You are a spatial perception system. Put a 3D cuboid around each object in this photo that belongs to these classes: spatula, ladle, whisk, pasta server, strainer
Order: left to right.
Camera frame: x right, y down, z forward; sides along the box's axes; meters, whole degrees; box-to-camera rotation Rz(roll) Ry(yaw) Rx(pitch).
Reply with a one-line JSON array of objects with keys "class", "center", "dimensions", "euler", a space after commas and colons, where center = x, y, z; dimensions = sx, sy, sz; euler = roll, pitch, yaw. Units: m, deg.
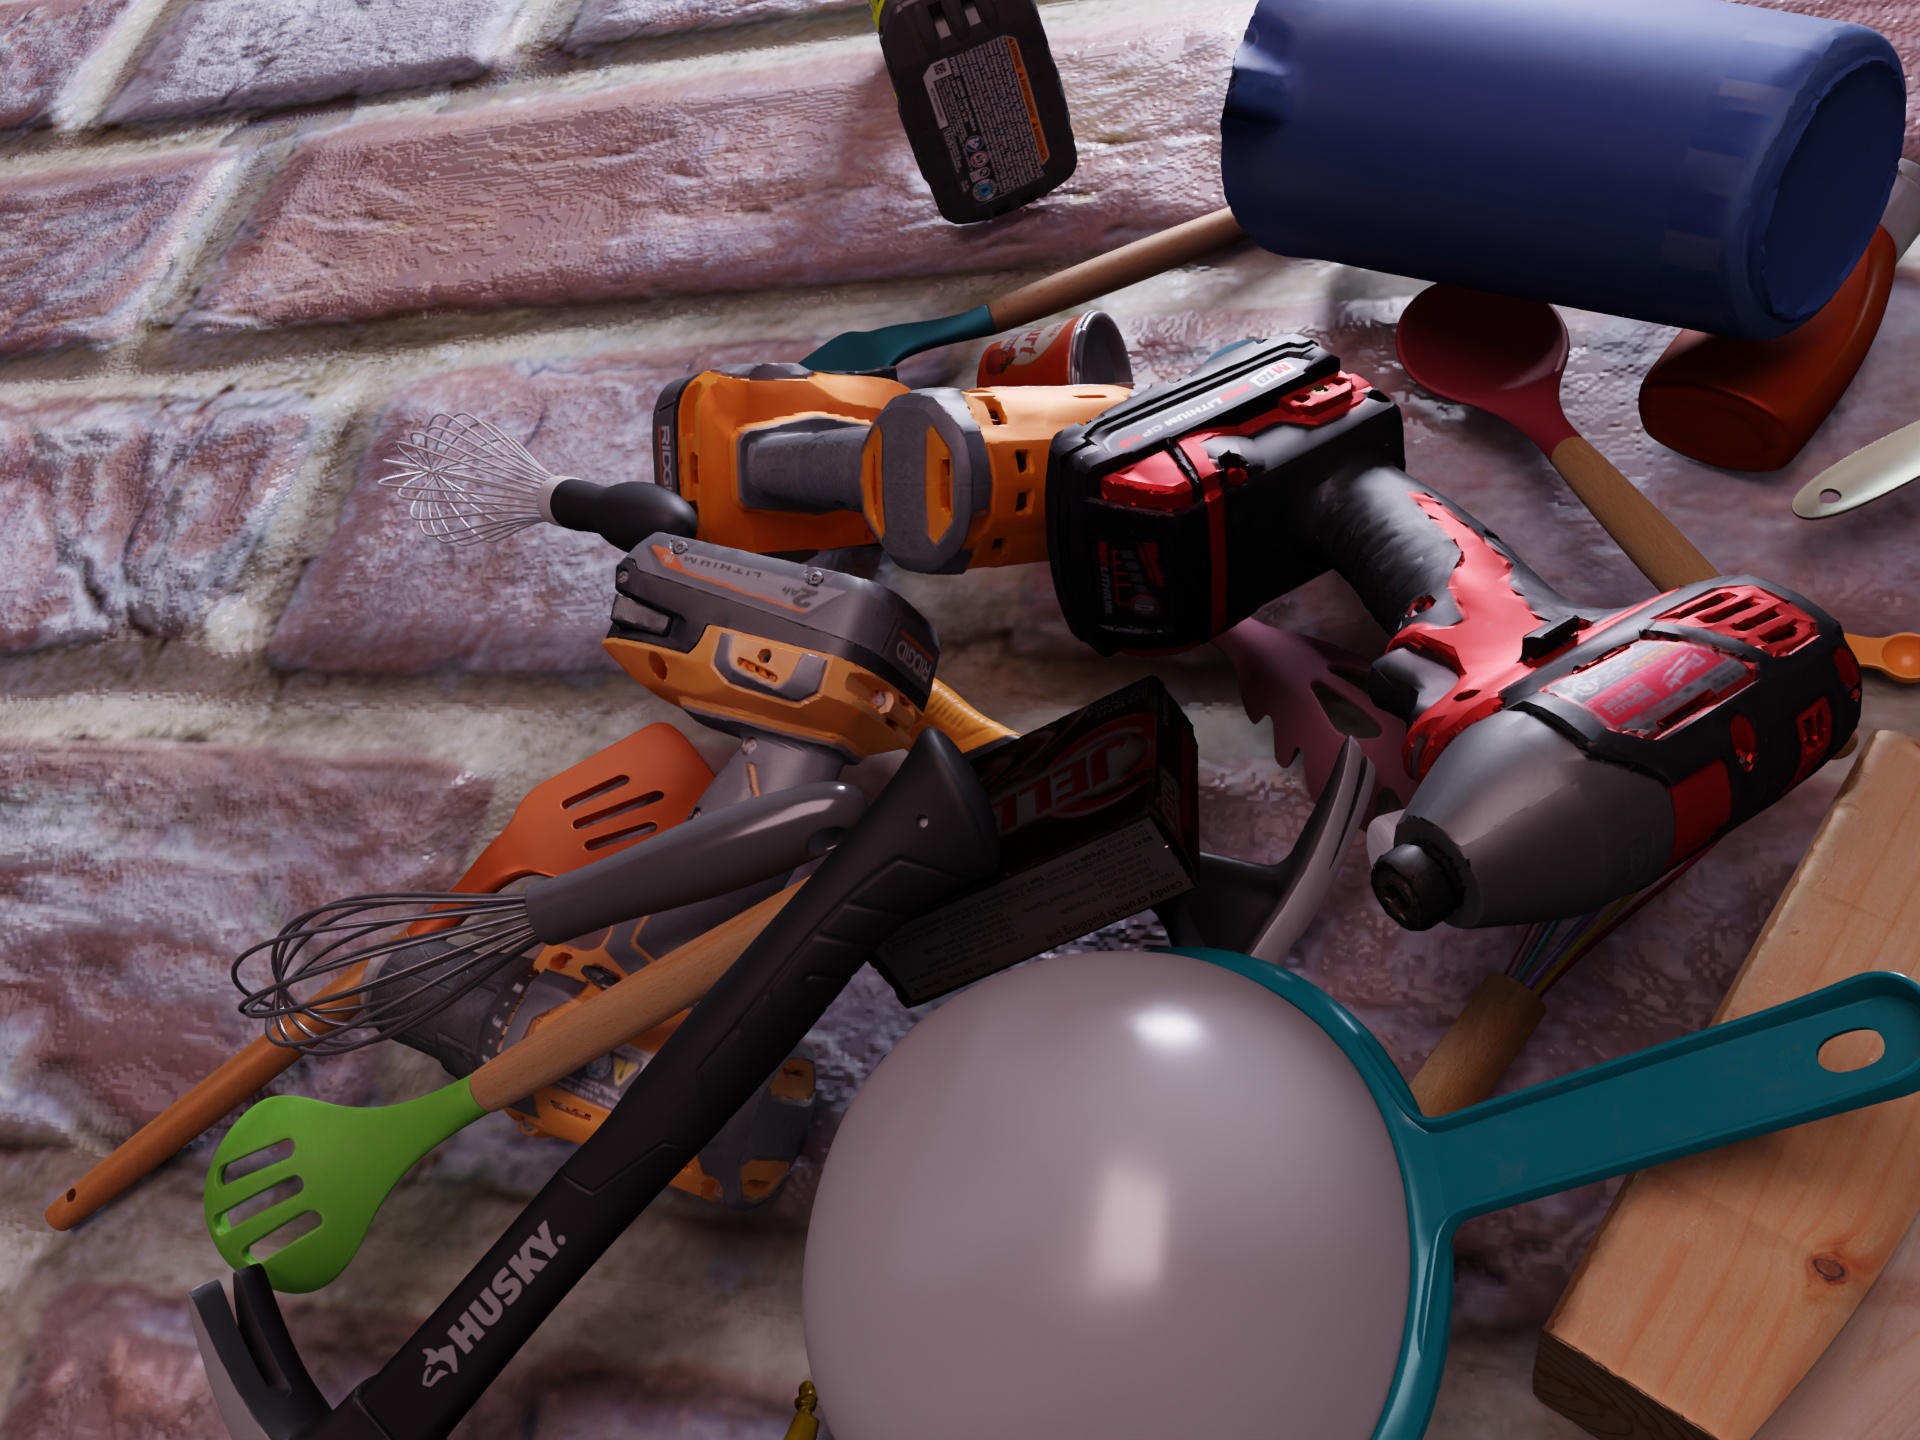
[{"class": "spatula", "center": [-0.242, 0.112, 0.668], "dimensions": [0.322, 0.041, 0.081], "euler": [-38, 54, -3]}, {"class": "whisk", "center": [-0.193, -0.103, 0.729], "dimensions": [0.285, 0.070, 0.070], "euler": [18, 63, 50]}, {"class": "whisk", "center": [-0.143, 0.063, 0.543], "dimensions": [0.239, 0.055, 0.055], "euler": [-19, 53, 10]}, {"class": "spatula", "center": [0.040, -0.199, 0.780], "dimensions": [0.317, 0.044, 0.082], "euler": [-22, 52, -1]}, {"class": "pasta server", "center": [0.077, -0.056, 0.668], "dimensions": [0.060, 0.040, 0.316], "euler": [-42, 50, -11]}, {"class": "strainer", "center": [0.073, 0.122, 0.427], "dimensions": [0.340, 0.095, 0.211], "euler": [-28, 44, 29]}, {"class": "whisk", "center": [0.199, 0.073, 0.525], "dimensions": [0.047, 0.051, 0.245], "euler": [34, 76, 28]}, {"class": "ladle", "center": [0.237, -0.087, 0.586], "dimensions": [0.069, 0.031, 0.316], "euler": [-17, 38, 5]}]

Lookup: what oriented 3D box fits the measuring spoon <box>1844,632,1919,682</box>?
[{"class": "measuring spoon", "center": [0.290, -0.026, 0.581], "dimensions": [0.117, 0.011, 0.021], "euler": [7, 60, 28]}]

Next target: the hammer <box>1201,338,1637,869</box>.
[{"class": "hammer", "center": [0.155, -0.062, 0.588], "dimensions": [0.128, 0.033, 0.331], "euler": [-14, 38, -4]}]

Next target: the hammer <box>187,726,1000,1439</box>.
[{"class": "hammer", "center": [-0.109, 0.135, 0.503], "dimensions": [0.146, 0.035, 0.335], "euler": [43, 97, 13]}]

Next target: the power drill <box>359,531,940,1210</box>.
[{"class": "power drill", "center": [-0.120, 0.048, 0.604], "dimensions": [0.185, 0.084, 0.226], "euler": [14, 79, 22]}]

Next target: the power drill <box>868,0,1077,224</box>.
[{"class": "power drill", "center": [-0.020, -0.392, 0.831], "dimensions": [0.080, 0.190, 0.229], "euler": [-21, 57, 5]}]

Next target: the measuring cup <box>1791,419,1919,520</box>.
[{"class": "measuring cup", "center": [0.382, -0.105, 0.584], "dimensions": [0.167, 0.038, 0.083], "euler": [-26, 52, 3]}]

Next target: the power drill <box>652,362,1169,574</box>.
[{"class": "power drill", "center": [-0.007, -0.101, 0.636], "dimensions": [0.164, 0.084, 0.227], "euler": [-10, 15, -37]}]

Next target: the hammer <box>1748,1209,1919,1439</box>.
[{"class": "hammer", "center": [0.156, 0.223, 0.353], "dimensions": [0.410, 0.038, 0.146], "euler": [-51, 56, 8]}]

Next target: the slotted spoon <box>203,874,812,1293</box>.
[{"class": "slotted spoon", "center": [-0.144, 0.114, 0.544], "dimensions": [0.314, 0.031, 0.070], "euler": [-30, 78, 12]}]

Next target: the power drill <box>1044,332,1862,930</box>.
[{"class": "power drill", "center": [0.125, -0.027, 0.469], "dimensions": [0.143, 0.078, 0.220], "euler": [-28, 44, -19]}]

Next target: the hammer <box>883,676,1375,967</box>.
[{"class": "hammer", "center": [-0.001, -0.002, 0.639], "dimensions": [0.337, 0.034, 0.127], "euler": [32, 88, 36]}]
